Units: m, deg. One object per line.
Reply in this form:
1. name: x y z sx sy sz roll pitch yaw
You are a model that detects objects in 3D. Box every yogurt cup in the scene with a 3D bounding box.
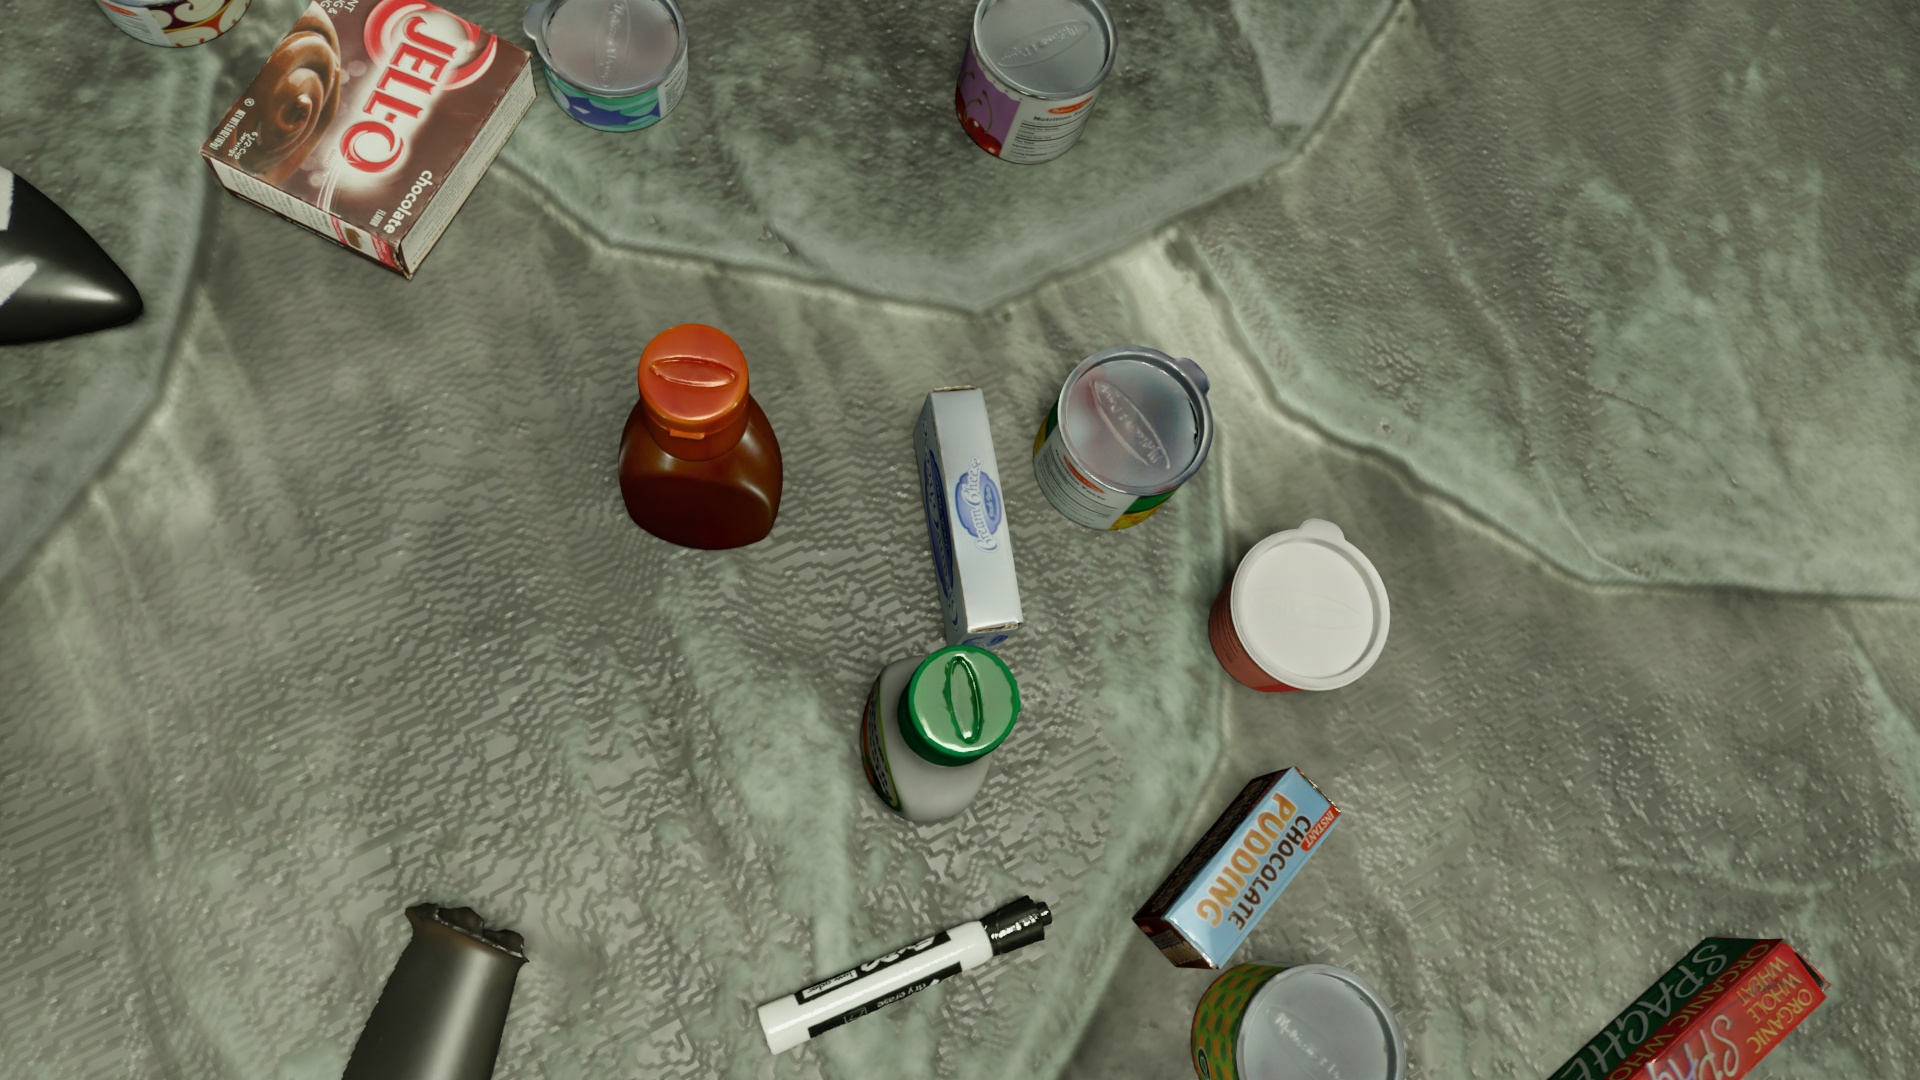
1. yogurt cup: 0.140 0.034 0.593 0.072 0.053 0.072 2 74 -8

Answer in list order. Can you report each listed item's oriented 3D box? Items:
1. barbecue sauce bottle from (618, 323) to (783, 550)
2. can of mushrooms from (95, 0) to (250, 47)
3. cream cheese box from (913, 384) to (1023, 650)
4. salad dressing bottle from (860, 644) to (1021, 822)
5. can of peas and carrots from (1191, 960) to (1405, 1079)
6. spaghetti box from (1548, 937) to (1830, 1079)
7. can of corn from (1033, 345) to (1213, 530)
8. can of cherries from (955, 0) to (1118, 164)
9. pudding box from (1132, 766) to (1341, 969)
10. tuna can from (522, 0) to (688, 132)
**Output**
1. barbecue sauce bottle: -0.099 -0.035 0.525 0.065 0.148 0.044 7 74 -7
2. can of mushrooms: -0.347 -0.254 0.607 0.071 0.033 0.071 2 74 -8
3. cream cheese box: 0.002 -0.007 0.583 0.024 0.053 0.104 -7 76 -11
4. salad dressing bottle: -0.009 0.068 0.510 0.044 0.147 0.064 -6 76 -11
5. can of peas and carrots: 0.128 0.200 0.541 0.071 0.058 0.071 2 74 -8
6. spaghetti box: 0.242 0.241 0.552 0.251 0.050 0.029 -32 82 -16
7. can of corn: 0.070 -0.044 0.602 0.071 0.058 0.071 2 74 -8
8. can of cherries: 0.033 -0.220 0.645 0.071 0.058 0.071 2 74 -8
9. pudding box: 0.112 0.133 0.562 0.030 0.049 0.084 44 73 4
10. tuna can: -0.159 -0.222 0.628 0.071 0.032 0.071 2 74 -8
